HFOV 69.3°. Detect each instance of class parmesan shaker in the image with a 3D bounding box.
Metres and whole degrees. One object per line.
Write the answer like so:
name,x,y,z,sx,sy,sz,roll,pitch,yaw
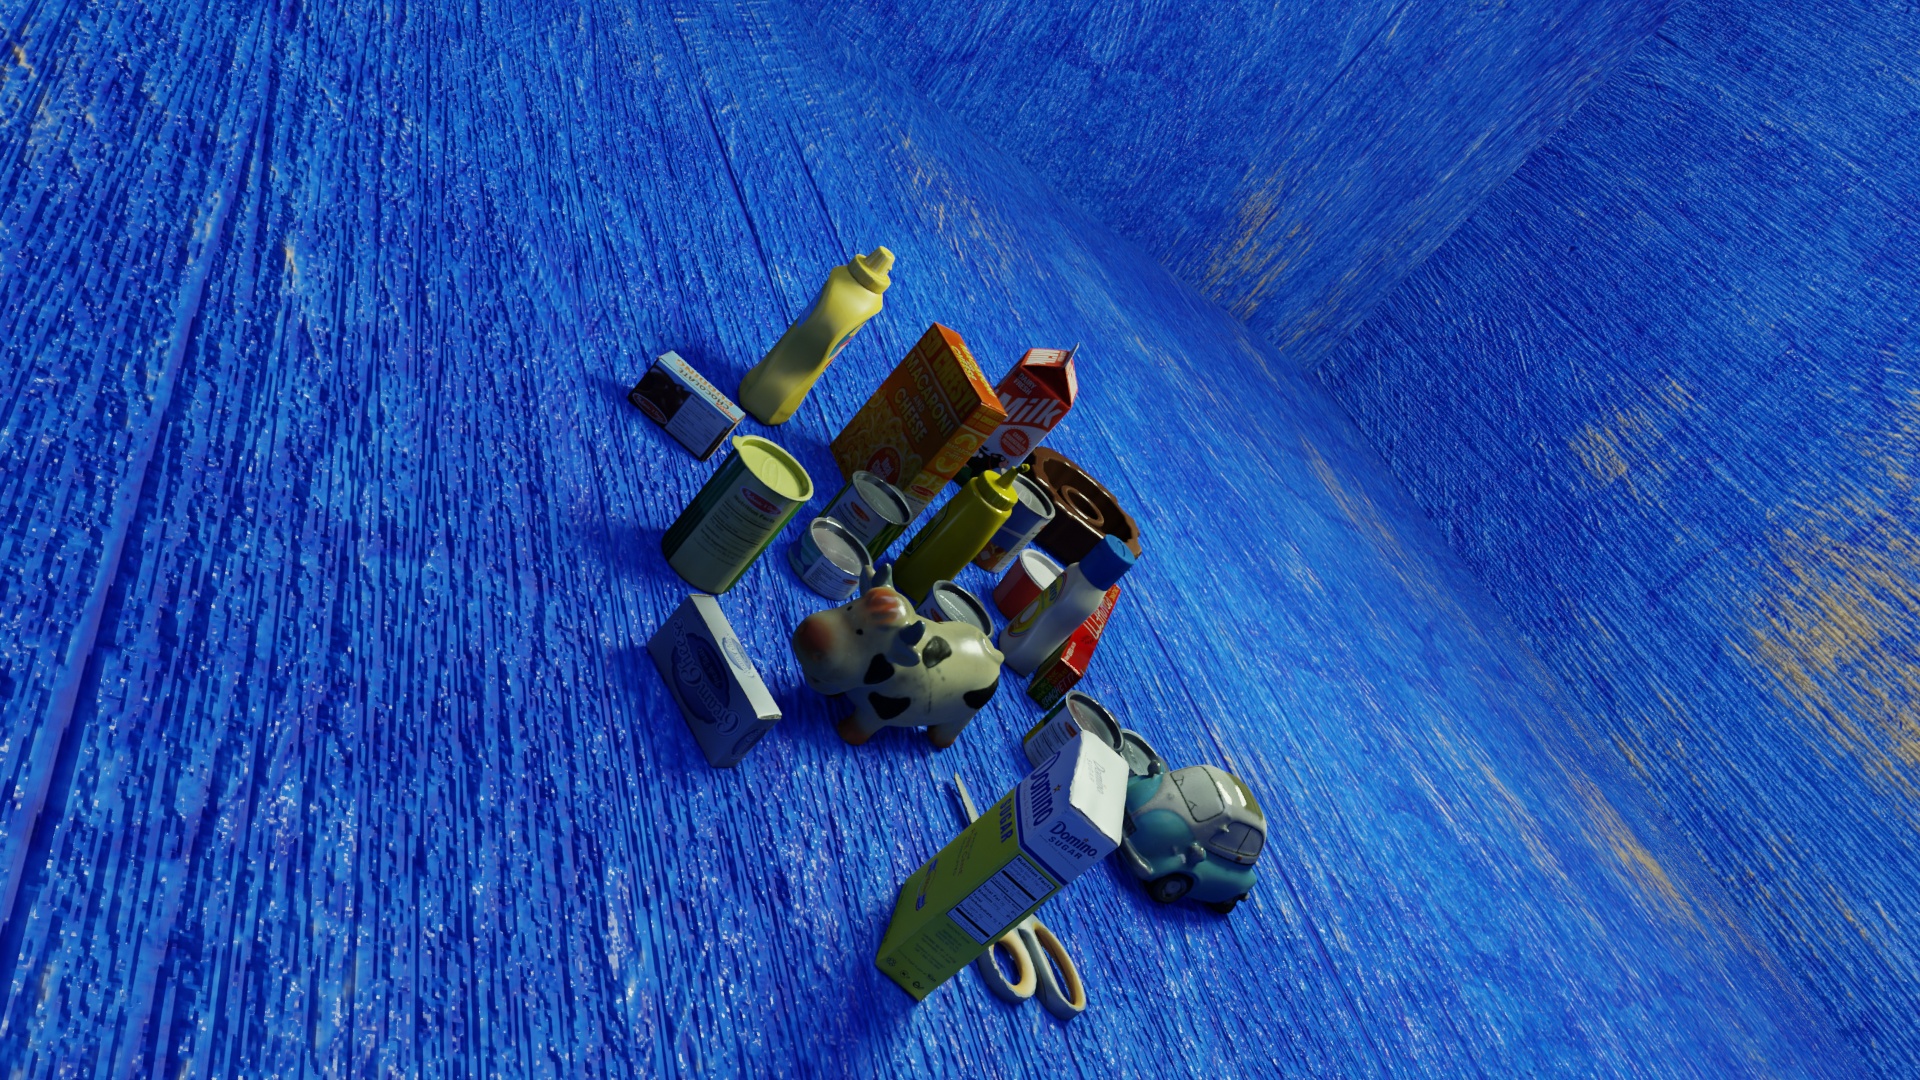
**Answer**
parmesan shaker,-0.168,-0.020,1.022,0.071,0.102,0.071,36,23,-18

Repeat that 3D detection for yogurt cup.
yogurt cup,0.069,0.050,1.353,0.072,0.053,0.073,36,23,-18

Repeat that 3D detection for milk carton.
milk carton,0.062,-0.137,1.495,0.073,0.190,0.072,40,22,-7

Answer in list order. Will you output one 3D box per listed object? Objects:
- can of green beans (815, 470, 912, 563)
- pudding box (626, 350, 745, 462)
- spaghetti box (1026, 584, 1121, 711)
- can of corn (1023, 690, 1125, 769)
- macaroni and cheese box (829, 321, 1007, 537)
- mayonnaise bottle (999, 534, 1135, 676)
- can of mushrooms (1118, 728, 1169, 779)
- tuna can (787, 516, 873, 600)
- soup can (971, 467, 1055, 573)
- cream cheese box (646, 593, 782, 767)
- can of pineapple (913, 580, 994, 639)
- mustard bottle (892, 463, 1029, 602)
can of green beans,-0.085,-0.018,1.214,0.071,0.057,0.071,36,23,-18
pudding box,-0.228,-0.112,1.156,0.083,0.049,0.030,40,22,-6
spaghetti box,0.114,0.094,1.355,0.028,0.050,0.251,43,22,-1
can of corn,0.097,0.171,1.179,0.071,0.058,0.071,36,23,-18
macaroni and cheese box,-0.042,-0.102,1.293,0.040,0.166,0.124,21,31,-43
mayonnaise bottle,0.096,0.056,1.264,0.041,0.147,0.065,37,23,-16
can of mushrooms,0.154,0.205,1.245,0.071,0.033,0.071,35,23,-18
tuna can,-0.108,0.014,1.152,0.071,0.032,0.071,35,23,-18
soup can,0.041,-0.020,1.393,0.071,0.083,0.072,36,23,-18
cream cheese box,-0.161,0.091,0.901,0.024,0.053,0.104,9,40,-54
can of pineapple,-0.014,0.076,1.165,0.071,0.057,0.071,36,23,-18
mustard bottle,0.004,-0.015,1.223,0.049,0.159,0.065,38,22,-12
